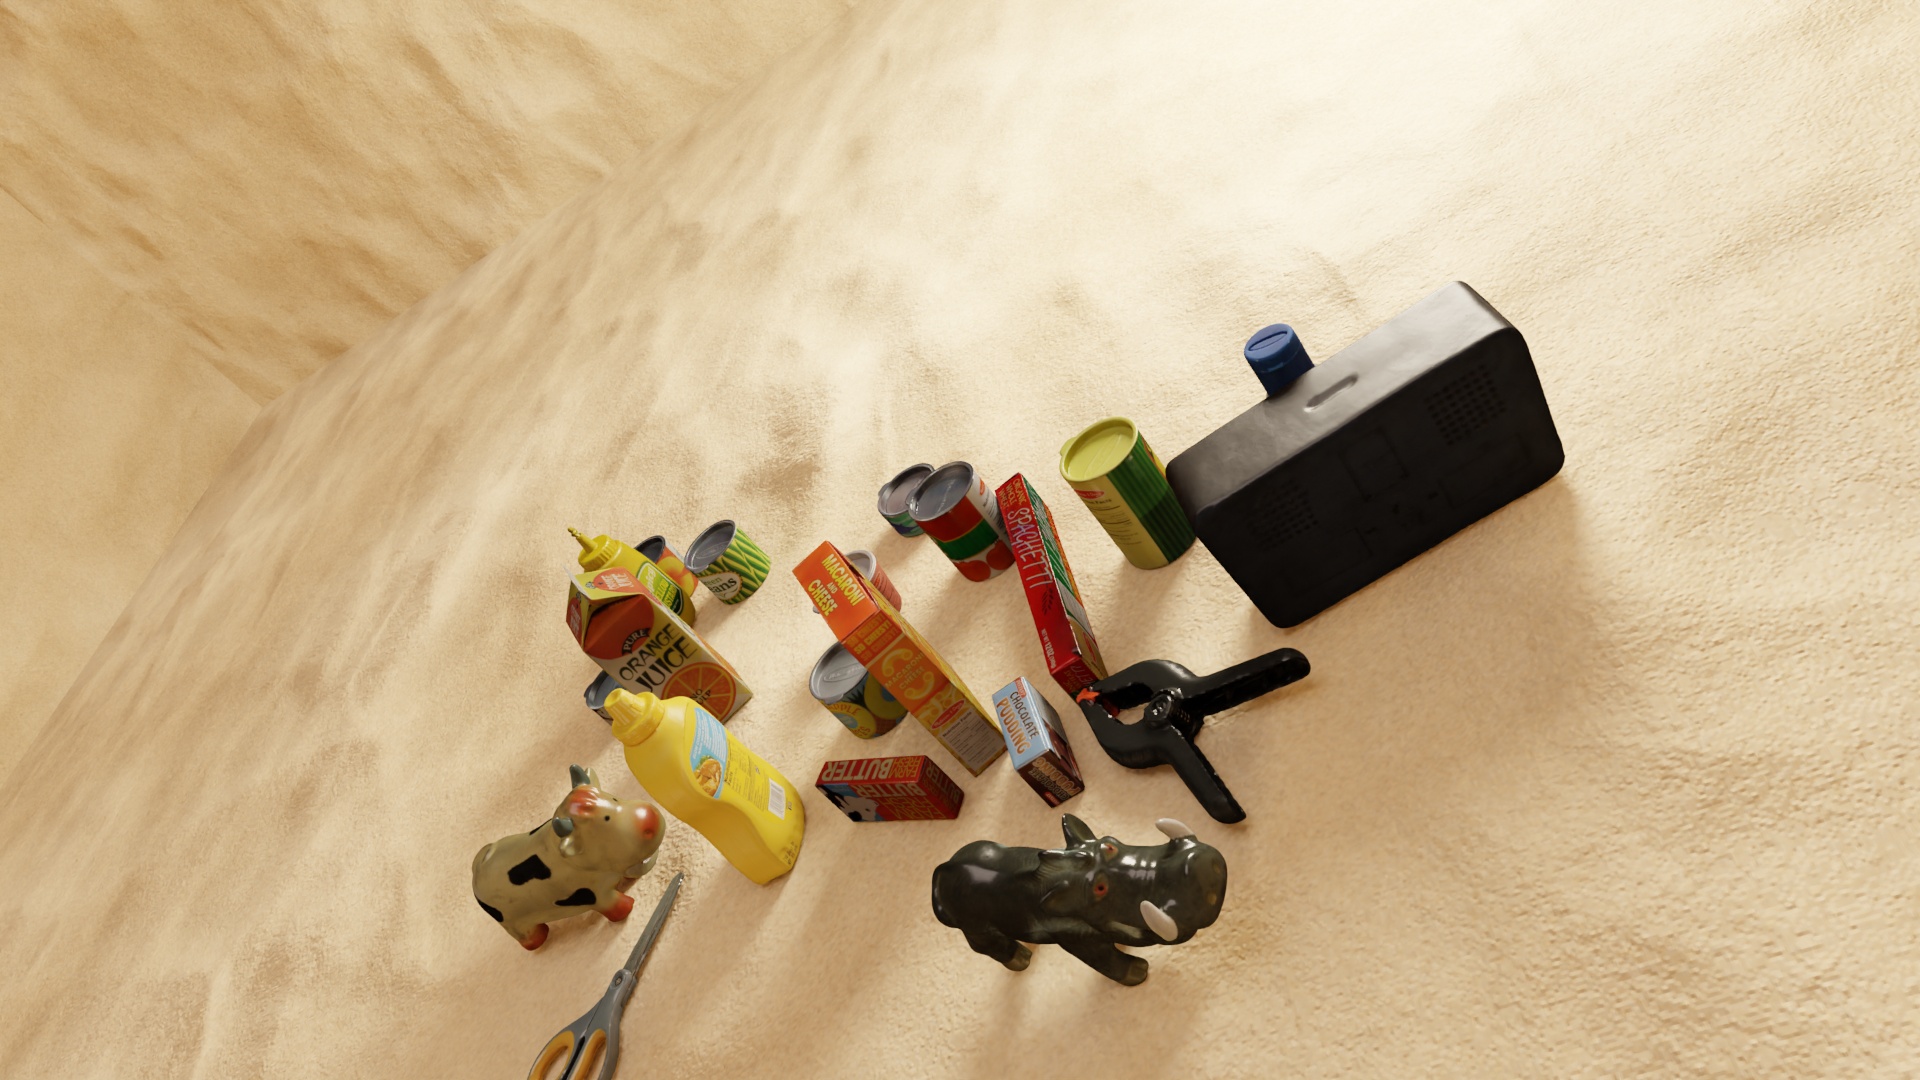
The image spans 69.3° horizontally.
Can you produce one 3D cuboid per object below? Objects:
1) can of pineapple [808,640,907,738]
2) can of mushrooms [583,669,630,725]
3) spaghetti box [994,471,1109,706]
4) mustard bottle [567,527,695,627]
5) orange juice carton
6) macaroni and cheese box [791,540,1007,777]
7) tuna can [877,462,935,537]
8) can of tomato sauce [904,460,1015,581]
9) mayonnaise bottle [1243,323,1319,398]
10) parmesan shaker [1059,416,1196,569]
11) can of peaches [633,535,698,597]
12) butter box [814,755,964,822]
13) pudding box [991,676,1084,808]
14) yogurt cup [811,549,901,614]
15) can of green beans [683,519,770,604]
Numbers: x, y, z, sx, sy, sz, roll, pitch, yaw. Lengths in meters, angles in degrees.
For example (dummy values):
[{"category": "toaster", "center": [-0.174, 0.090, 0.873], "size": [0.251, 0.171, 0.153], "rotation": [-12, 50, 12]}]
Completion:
[{"category": "can of pineapple", "center": [-0.080, 0.119, 1.120], "size": [0.071, 0.057, 0.071], "rotation": [-27, 35, 21]}, {"category": "can of mushrooms", "center": [-0.334, 0.148, 1.367], "size": [0.071, 0.033, 0.071], "rotation": [-27, 35, 21]}, {"category": "spaghetti box", "center": [0.069, 0.033, 1.079], "size": [0.028, 0.050, 0.251], "rotation": [-33, 33, 13]}, {"category": "mustard bottle", "center": [-0.331, 0.041, 1.375], "size": [0.048, 0.160, 0.066], "rotation": [-20, 38, 29]}, {"category": "orange juice carton", "center": [-0.279, 0.092, 1.231], "size": [0.073, 0.192, 0.072], "rotation": [-45, 33, -6]}, {"category": "macaroni and cheese box", "center": [-0.044, 0.085, 1.024], "size": [0.040, 0.166, 0.124], "rotation": [-42, 32, -2]}, {"category": "tuna can", "center": [-0.043, -0.037, 1.294], "size": [0.071, 0.032, 0.071], "rotation": [-27, 35, 21]}, {"category": "can of tomato sauce", "center": [0.004, -0.015, 1.172], "size": [0.071, 0.083, 0.071], "rotation": [-27, 35, 21]}, {"category": "mayonnaise bottle", "center": [0.243, -0.085, 0.952], "size": [0.064, 0.147, 0.041], "rotation": [-23, 36, 26]}, {"category": "parmesan shaker", "center": [0.128, -0.036, 1.053], "size": [0.071, 0.103, 0.072], "rotation": [-27, 35, 21]}, {"category": "can of peaches", "center": [-0.319, 0.039, 1.459], "size": [0.071, 0.058, 0.071], "rotation": [-27, 35, 21]}, {"category": "butter box", "center": [-0.052, 0.183, 1.020], "size": [0.103, 0.053, 0.024], "rotation": [-11, 43, 38]}, {"category": "pudding box", "center": [0.053, 0.139, 0.968], "size": [0.030, 0.049, 0.084], "rotation": [-34, 33, 10]}, {"category": "yogurt cup", "center": [-0.088, 0.050, 1.216], "size": [0.072, 0.053, 0.073], "rotation": [-27, 35, 21]}, {"category": "can of green beans", "center": [-0.233, 0.022, 1.393], "size": [0.071, 0.057, 0.071], "rotation": [-27, 35, 21]}]
